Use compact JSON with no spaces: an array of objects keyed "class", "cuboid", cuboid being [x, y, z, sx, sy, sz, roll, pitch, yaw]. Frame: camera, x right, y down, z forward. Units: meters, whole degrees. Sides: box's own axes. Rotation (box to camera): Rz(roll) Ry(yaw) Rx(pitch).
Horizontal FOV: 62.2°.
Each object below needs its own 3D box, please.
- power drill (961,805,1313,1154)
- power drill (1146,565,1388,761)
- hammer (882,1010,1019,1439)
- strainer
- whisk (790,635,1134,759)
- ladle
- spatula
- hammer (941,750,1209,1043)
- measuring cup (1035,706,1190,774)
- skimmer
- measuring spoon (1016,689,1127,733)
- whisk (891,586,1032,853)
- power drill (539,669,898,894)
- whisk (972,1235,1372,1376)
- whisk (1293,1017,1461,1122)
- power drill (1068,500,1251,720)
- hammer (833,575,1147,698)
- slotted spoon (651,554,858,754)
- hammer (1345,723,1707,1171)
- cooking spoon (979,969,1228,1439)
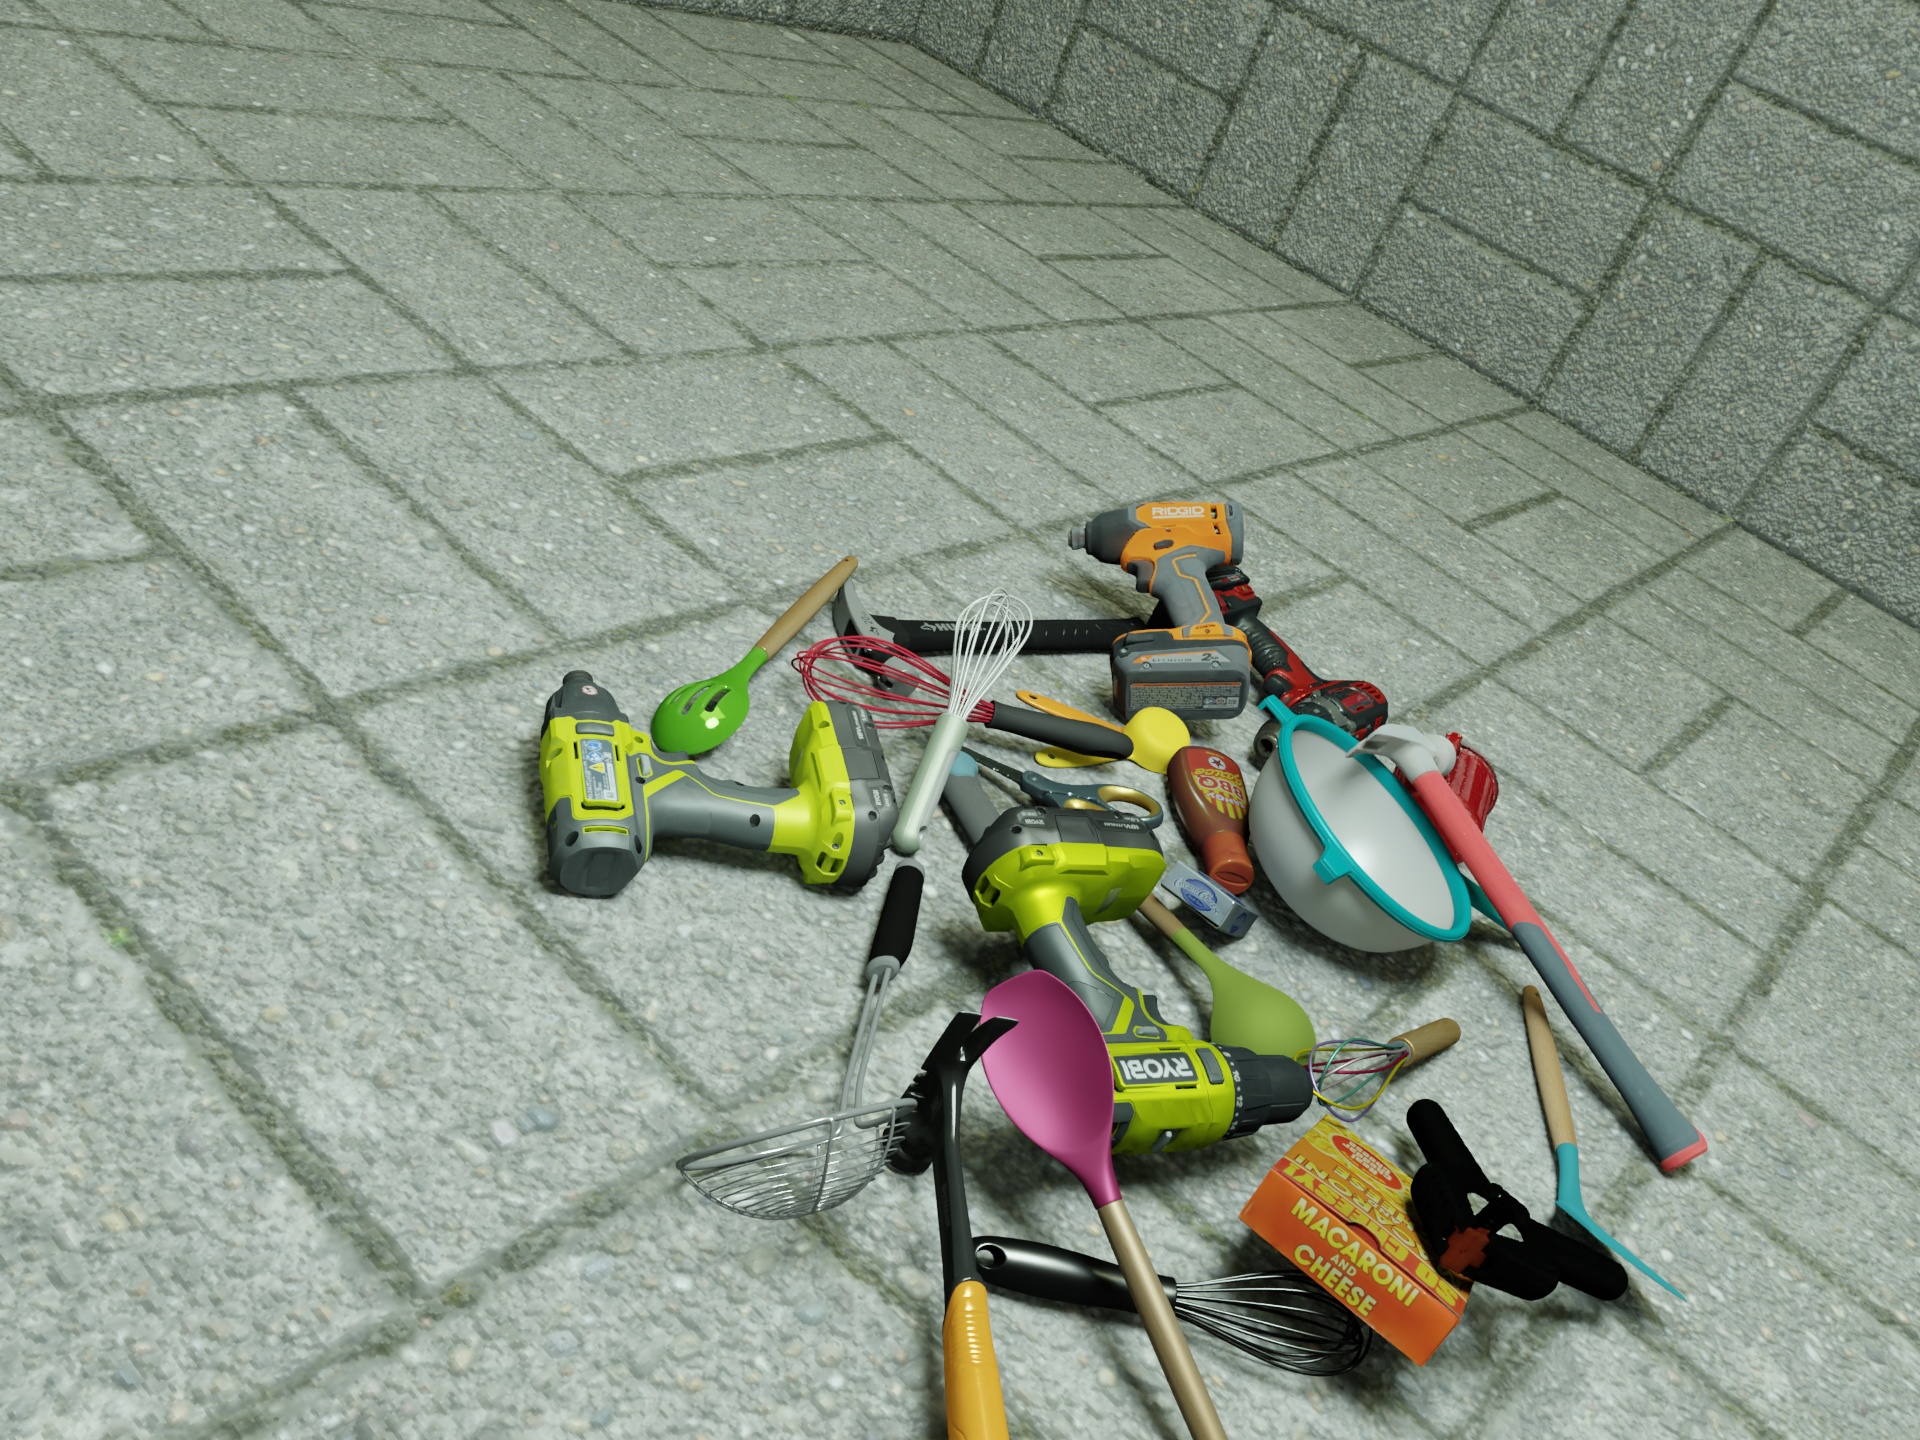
[{"class":"power drill","cuboid":[0.107,0.166,1.001,0.190,0.080,0.229,4,43,-28]},{"class":"power drill","cuboid":[0.279,-0.045,1.506,0.188,0.080,0.227,-16,52,-47]},{"class":"hammer","cuboid":[0.008,0.304,0.768,0.034,0.127,0.337,14,38,-19]},{"class":"strainer","cuboid":[0.343,0.133,1.280,0.340,0.095,0.211,31,32,-30]},{"class":"whisk","cuboid":[0.006,-0.010,1.270,0.295,0.073,0.073,14,32,-18]},{"class":"ladle","cuboid":[0.140,0.150,1.157,0.078,0.062,0.320,-11,38,-31]},{"class":"spatula","cuboid":[0.440,0.285,1.140,0.082,0.044,0.318,36,28,-10]},{"class":"hammer","cuboid":[0.054,0.133,1.122,0.128,0.033,0.331,3,37,-33]},{"class":"measuring cup","cuboid":[0.131,0.019,1.342,0.156,0.029,0.062,-6,56,-35]},{"class":"skimmer","cuboid":[-0.068,0.160,0.941,0.090,0.127,0.363,62,18,-21]},{"class":"measuring spoon","cuboid":[0.104,-0.007,1.386,0.117,0.011,0.021,20,31,-6]},{"class":"whisk","cuboid":[-0.002,-0.004,1.199,0.059,0.057,0.246,12,57,16]},{"class":"power drill","cuboid":[-0.167,0.038,1.065,0.223,0.080,0.171,5,43,-24]},{"class":"whisk","cuboid":[0.114,0.315,0.875,0.239,0.055,0.055,14,32,-8]},{"class":"whisk","cuboid":[0.293,0.229,1.097,0.047,0.051,0.245,9,5,36]},{"class":"power drill","cuboid":[0.180,-0.109,1.444,0.164,0.084,0.227,-1,51,4]},{"class":"hammer","cuboid":[0.038,-0.080,1.432,0.334,0.035,0.146,-3,41,-37]},{"class":"slotted spoon","cuboid":[-0.149,-0.063,1.252,0.070,0.031,0.314,9,32,18]},{"class":"hammer","cuboid":[0.434,0.166,1.223,0.143,0.038,0.387,6,48,-50]},{"class":"cooking spoon","cuboid":[0.089,0.281,0.840,0.069,0.017,0.319,-25,67,2]}]
